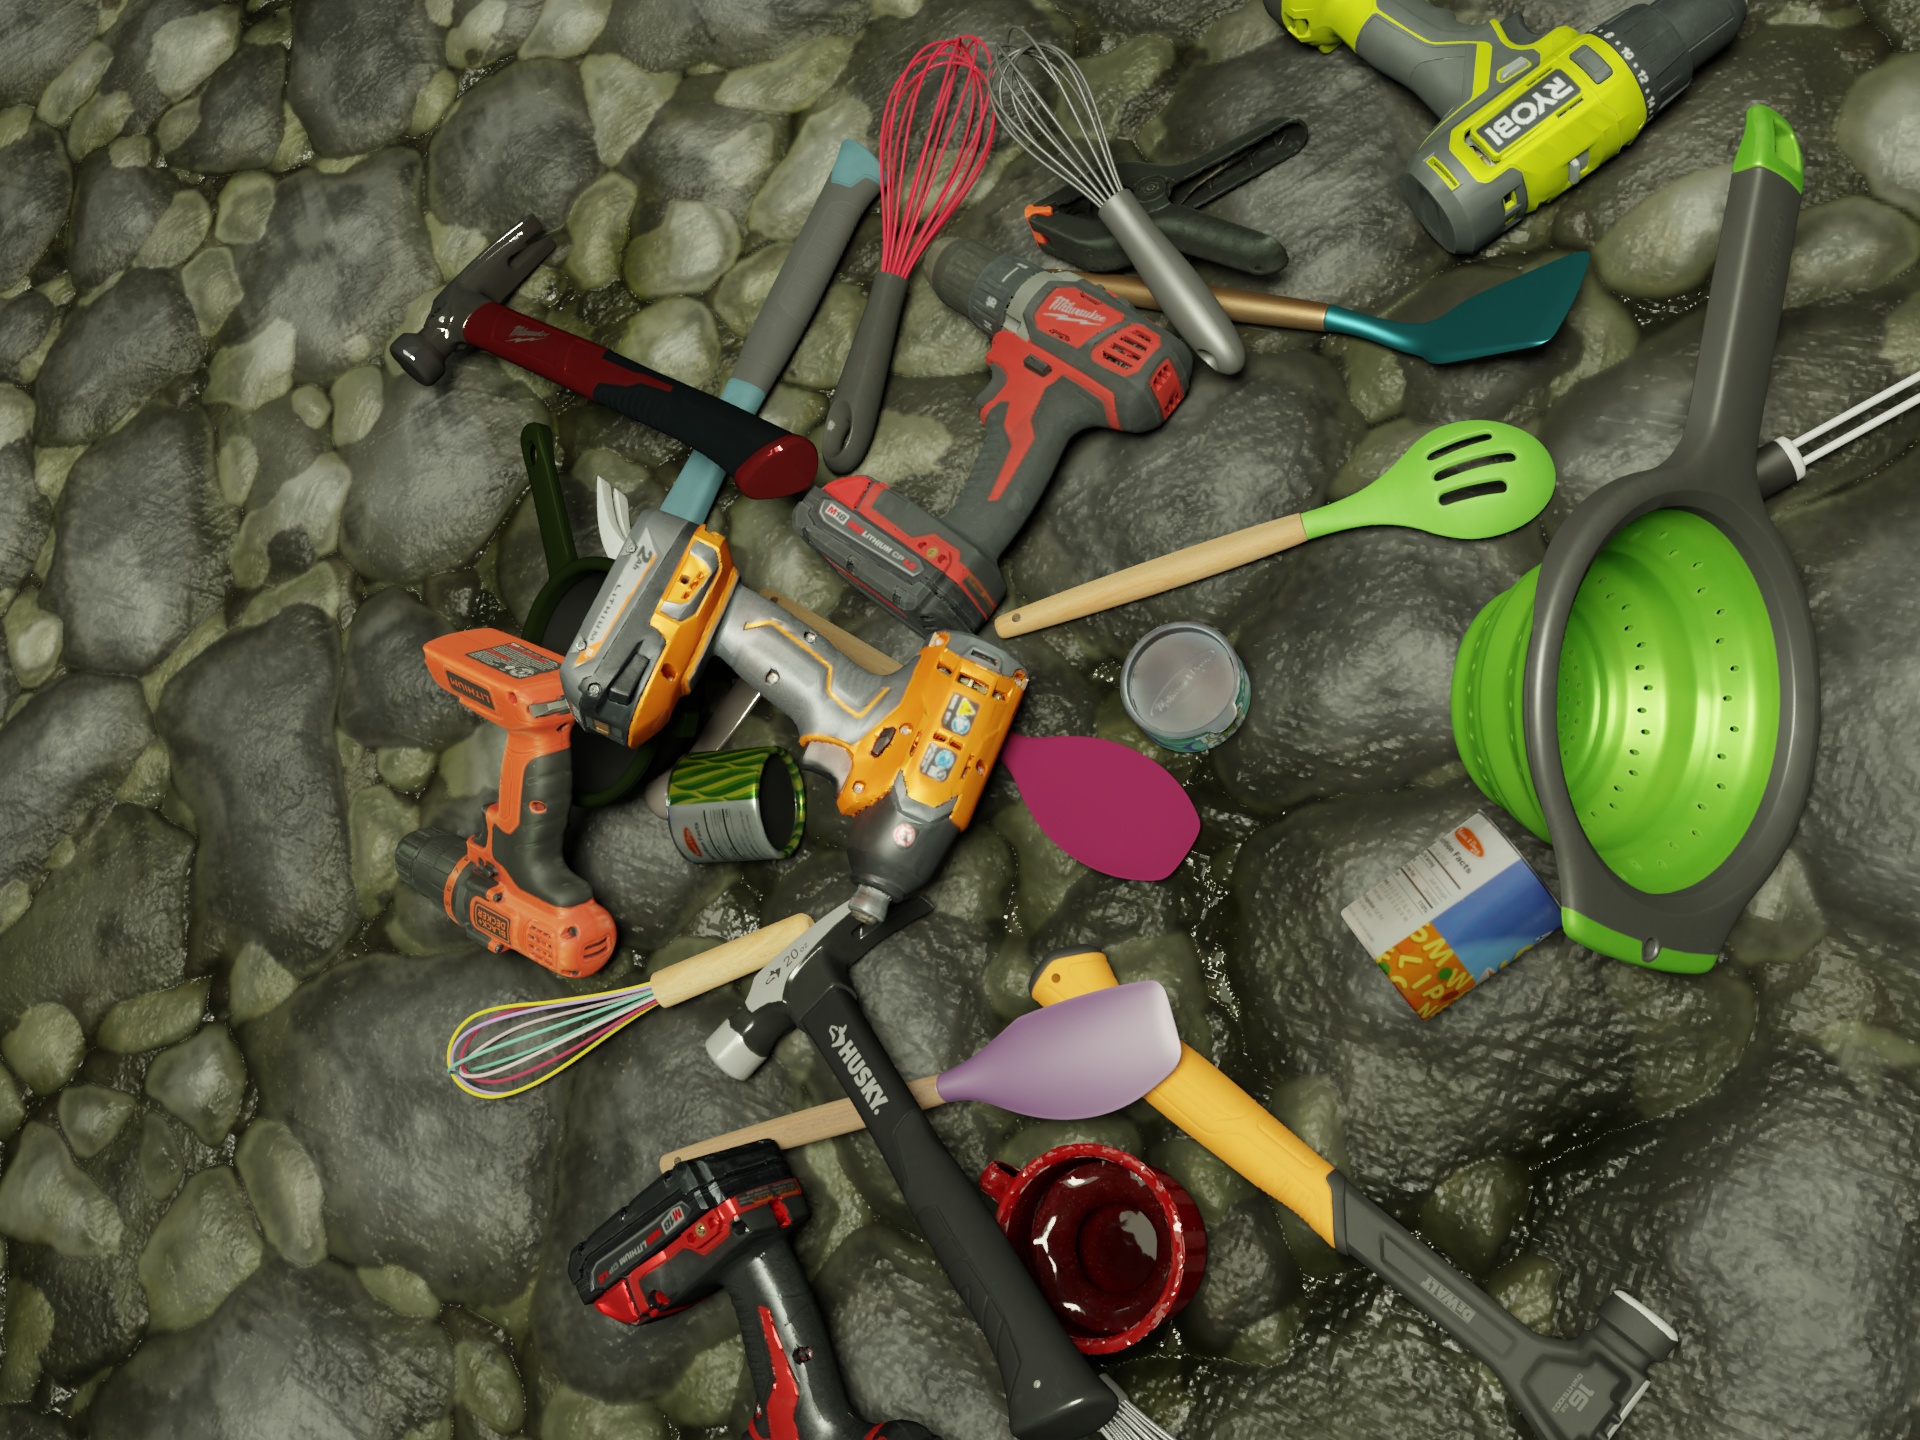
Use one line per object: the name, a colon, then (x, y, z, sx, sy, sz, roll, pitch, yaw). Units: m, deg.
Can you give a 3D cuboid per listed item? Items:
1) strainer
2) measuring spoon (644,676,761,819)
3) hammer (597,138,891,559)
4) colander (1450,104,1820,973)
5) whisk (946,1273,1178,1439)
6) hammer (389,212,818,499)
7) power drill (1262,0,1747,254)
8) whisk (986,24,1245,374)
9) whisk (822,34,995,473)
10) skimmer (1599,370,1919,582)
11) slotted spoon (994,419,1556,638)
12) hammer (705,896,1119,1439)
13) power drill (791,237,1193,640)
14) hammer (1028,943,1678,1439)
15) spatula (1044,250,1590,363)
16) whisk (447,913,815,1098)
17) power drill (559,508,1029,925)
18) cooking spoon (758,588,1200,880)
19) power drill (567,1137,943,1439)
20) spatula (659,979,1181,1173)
strainer: (-0.218, -0.070, 0.985, 0.151, 0.069, 0.256, -32, 66, 37)
measuring spoon: (-0.153, 0.006, 0.973, 0.034, 0.018, 0.124, 35, 88, 27)
hammer: (-0.130, -0.227, 1.030, 0.128, 0.033, 0.331, 23, 83, 25)
colander: (0.313, -0.088, 0.740, 0.094, 0.204, 0.397, 2, 77, 58)
whisk: (0.090, 0.344, 0.748, 0.285, 0.070, 0.070, 38, 90, 32)
hammer: (-0.216, -0.230, 1.014, 0.387, 0.038, 0.143, 29, 72, 37)
power drill: (0.295, -0.394, 0.889, 0.190, 0.080, 0.229, -36, 67, 8)
whisk: (0.089, -0.293, 0.897, 0.055, 0.055, 0.239, -35, 83, 8)
whisk: (-0.038, -0.296, 1.003, 0.073, 0.073, 0.296, 14, 85, 25)
skimmer: (0.454, -0.153, 0.739, 0.363, 0.090, 0.127, -30, 96, 13)
slotted spoon: (0.164, -0.096, 0.874, 0.314, 0.031, 0.070, -17, 67, 18)
hammer: (-0.018, 0.207, 0.772, 0.146, 0.035, 0.335, -46, 38, 2)
power drill: (0.002, -0.174, 0.937, 0.188, 0.080, 0.227, 37, 86, 27)
hammer: (0.158, 0.228, 0.769, 0.337, 0.034, 0.127, 38, 89, 27)
spatula: (0.184, -0.242, 0.902, 0.318, 0.044, 0.082, 15, 55, 27)
whisk: (-0.196, 0.162, 0.928, 0.245, 0.051, 0.047, -23, 61, 10)
power drill: (-0.094, 0.000, 0.850, 0.226, 0.084, 0.164, 24, 73, -3)
cooking spoon: (-0.001, -0.003, 0.915, 0.319, 0.017, 0.069, 32, 80, 27)
power drill: (-0.103, 0.341, 0.810, 0.143, 0.078, 0.220, -42, 67, 22)
spatula: (-0.031, 0.203, 0.841, 0.316, 0.018, 0.060, -20, 72, 23)
